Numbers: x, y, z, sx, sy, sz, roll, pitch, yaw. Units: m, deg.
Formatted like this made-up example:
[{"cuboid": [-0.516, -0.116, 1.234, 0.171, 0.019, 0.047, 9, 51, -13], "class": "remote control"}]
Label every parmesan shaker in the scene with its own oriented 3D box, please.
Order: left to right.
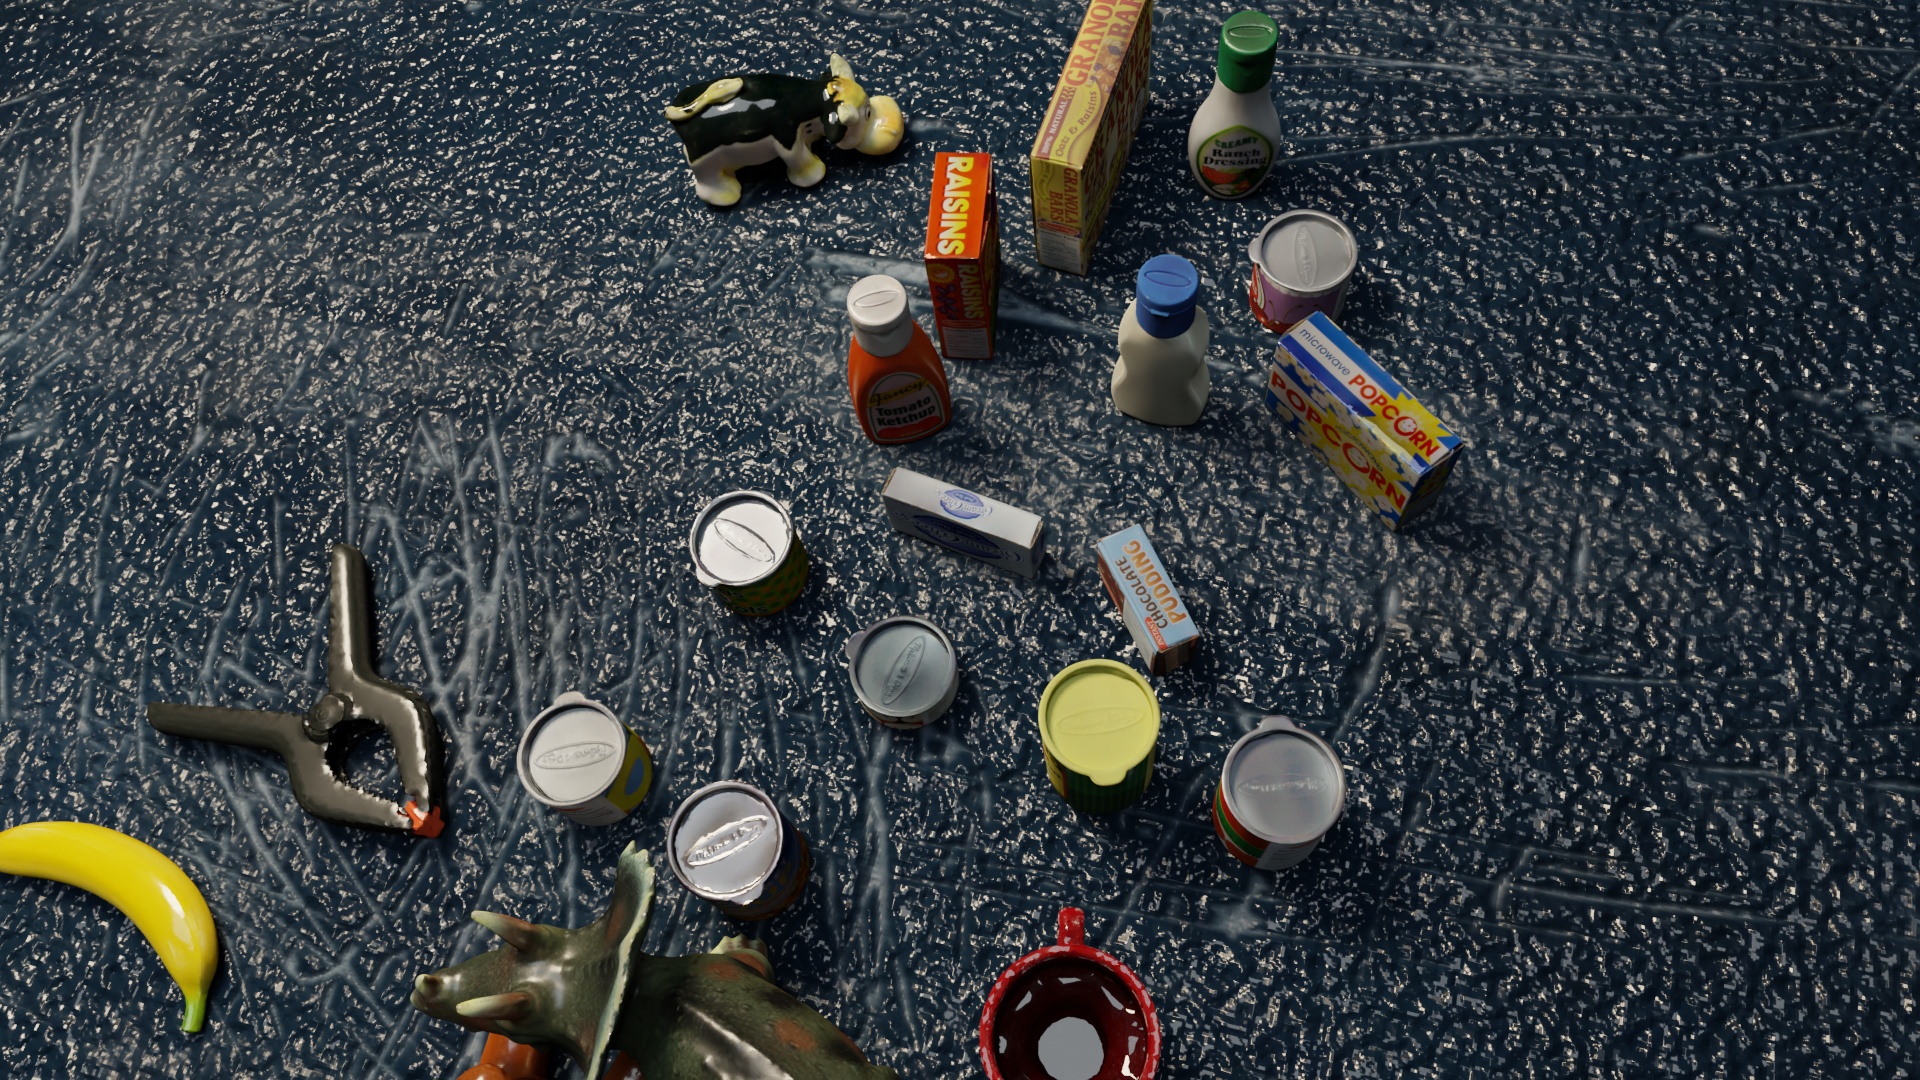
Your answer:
[{"cuboid": [0.080, 0.118, 0.801, 0.071, 0.102, 0.071, -2, 66, 5], "class": "parmesan shaker"}]

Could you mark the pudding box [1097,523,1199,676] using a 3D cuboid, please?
[{"cuboid": [0.115, 0.037, 0.864, 0.030, 0.049, 0.084, -24, 66, -5], "class": "pudding box"}]

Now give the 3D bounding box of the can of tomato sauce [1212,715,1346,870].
[{"cuboid": [0.178, 0.146, 0.791, 0.071, 0.082, 0.071, -2, 66, 5], "class": "can of tomato sauce"}]

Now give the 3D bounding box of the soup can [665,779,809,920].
[{"cuboid": [-0.126, 0.183, 0.802, 0.071, 0.083, 0.071, -2, 66, 5], "class": "soup can"}]

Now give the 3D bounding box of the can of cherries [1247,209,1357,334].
[{"cuboid": [0.229, -0.182, 0.946, 0.071, 0.058, 0.072, -2, 66, 5], "class": "can of cherries"}]

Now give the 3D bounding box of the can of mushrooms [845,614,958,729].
[{"cuboid": [-0.036, 0.081, 0.867, 0.071, 0.033, 0.071, -2, 66, 5], "class": "can of mushrooms"}]

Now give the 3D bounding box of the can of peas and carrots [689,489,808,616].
[{"cuboid": [-0.136, 0.011, 0.894, 0.071, 0.058, 0.071, -2, 66, 5], "class": "can of peas and carrots"}]

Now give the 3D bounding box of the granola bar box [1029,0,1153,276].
[{"cuboid": [0.092, -0.289, 0.971, 0.039, 0.123, 0.166, 16, 69, 12], "class": "granola bar box"}]

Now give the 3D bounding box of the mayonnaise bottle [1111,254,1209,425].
[{"cuboid": [0.129, -0.124, 0.881, 0.065, 0.147, 0.041, 14, 68, 11], "class": "mayonnaise bottle"}]

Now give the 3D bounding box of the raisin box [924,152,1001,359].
[{"cuboid": [0.004, -0.189, 0.935, 0.040, 0.123, 0.086, 3, 67, 7], "class": "raisin box"}]

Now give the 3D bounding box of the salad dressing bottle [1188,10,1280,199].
[{"cuboid": [0.191, -0.296, 0.952, 0.064, 0.147, 0.044, 2, 67, 6], "class": "salad dressing bottle"}]

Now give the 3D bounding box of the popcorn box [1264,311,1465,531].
[{"cuboid": [0.252, -0.075, 0.881, 0.038, 0.085, 0.127, -36, 68, -10], "class": "popcorn box"}]

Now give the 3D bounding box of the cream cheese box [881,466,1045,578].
[{"cuboid": [0.003, -0.011, 0.894, 0.104, 0.053, 0.024, 20, 70, 14], "class": "cream cheese box"}]

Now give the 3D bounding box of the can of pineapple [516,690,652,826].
[{"cuboid": [-0.227, 0.135, 0.848, 0.071, 0.057, 0.071, -2, 66, 5], "class": "can of pineapple"}]

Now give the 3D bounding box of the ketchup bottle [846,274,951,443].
[{"cuboid": [-0.044, -0.115, 0.892, 0.065, 0.148, 0.044, -14, 66, -1], "class": "ketchup bottle"}]
